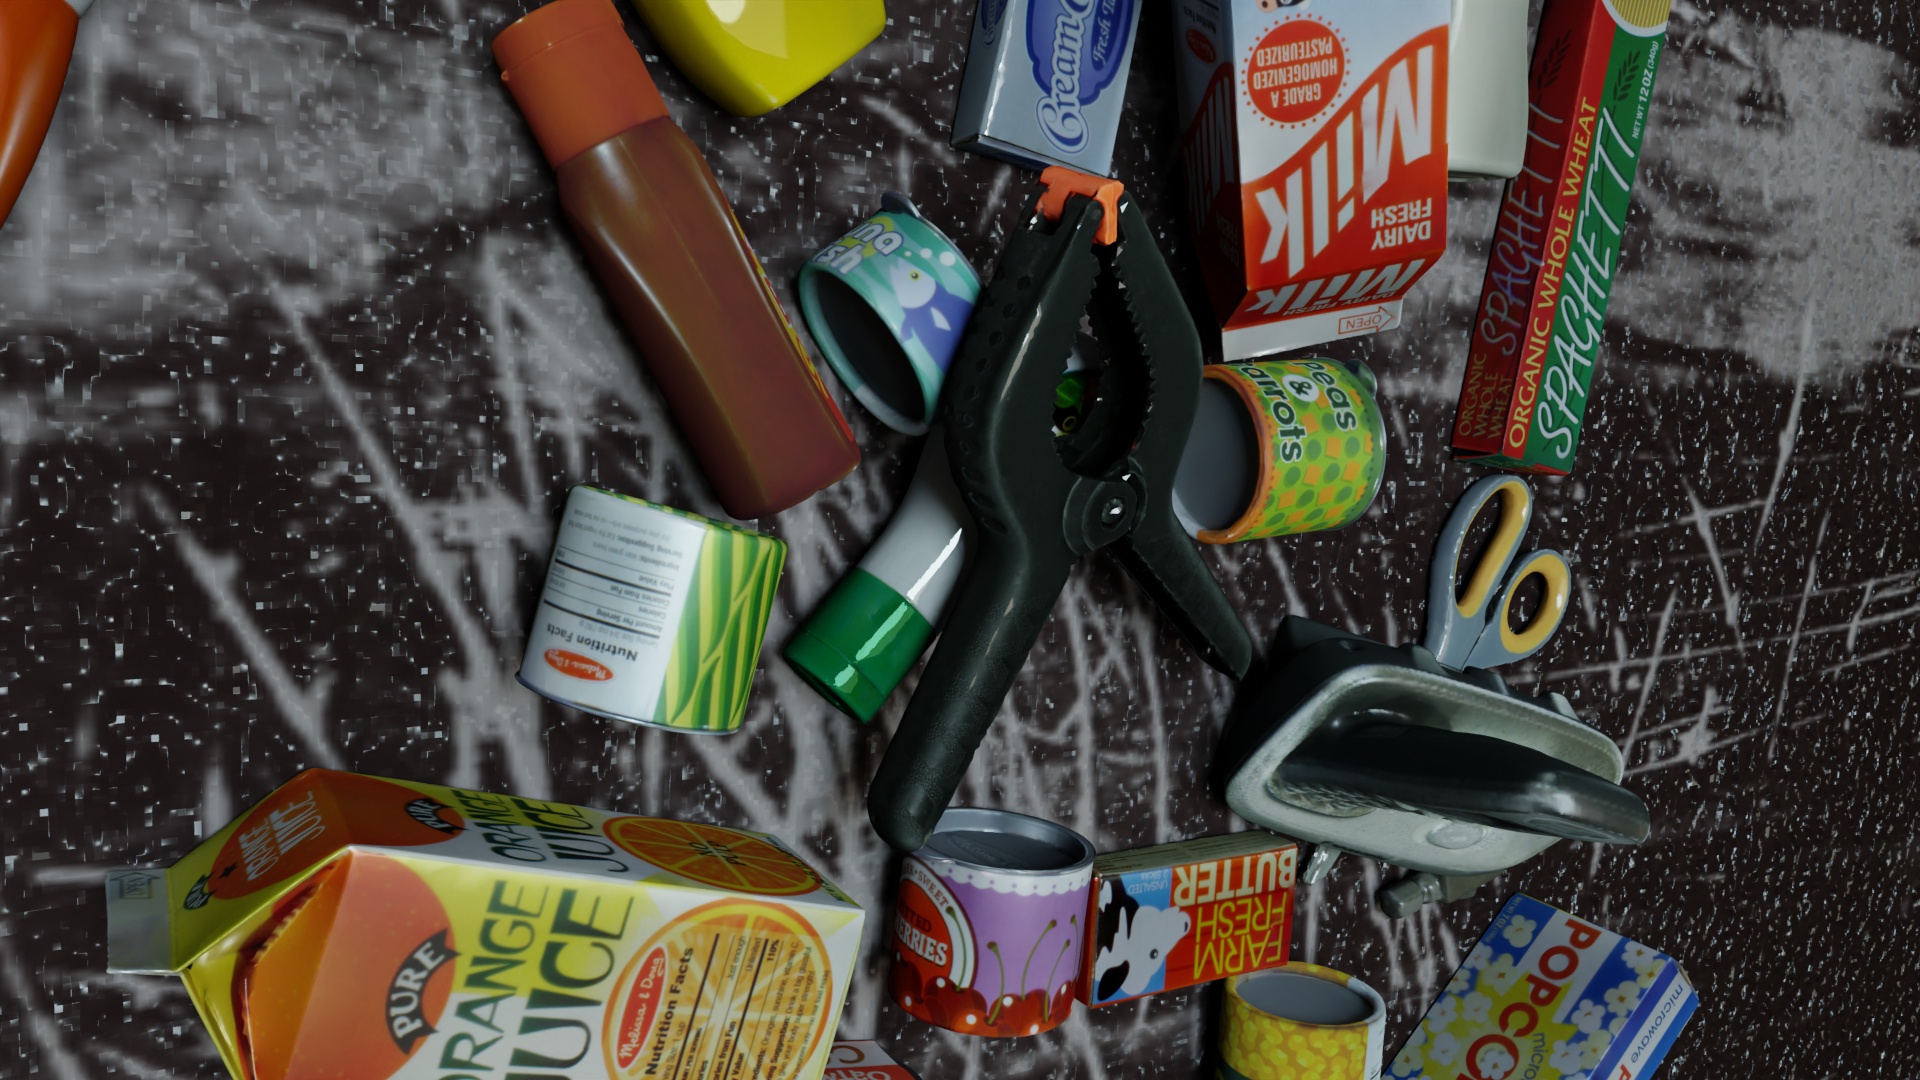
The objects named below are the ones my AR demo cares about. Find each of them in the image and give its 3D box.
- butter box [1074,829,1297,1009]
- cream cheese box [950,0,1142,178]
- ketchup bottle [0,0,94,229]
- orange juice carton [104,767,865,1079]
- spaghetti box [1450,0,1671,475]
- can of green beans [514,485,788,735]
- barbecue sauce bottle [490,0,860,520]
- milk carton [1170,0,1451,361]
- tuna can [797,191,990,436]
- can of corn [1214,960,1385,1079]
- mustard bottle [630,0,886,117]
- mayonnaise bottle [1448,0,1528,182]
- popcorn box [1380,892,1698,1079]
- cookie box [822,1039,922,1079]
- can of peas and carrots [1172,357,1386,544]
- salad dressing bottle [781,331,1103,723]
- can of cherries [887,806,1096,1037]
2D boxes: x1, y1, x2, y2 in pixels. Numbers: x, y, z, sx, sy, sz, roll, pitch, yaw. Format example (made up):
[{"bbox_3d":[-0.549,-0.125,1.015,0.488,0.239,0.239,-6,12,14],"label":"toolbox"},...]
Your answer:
[{"bbox_3d":[0.088,0.148,0.553,0.104,0.024,0.053,-1,97,-30],"label":"butter box"},{"bbox_3d":[0.034,-0.178,0.471,0.053,0.024,0.103,10,92,-31],"label":"cream cheese box"},{"bbox_3d":[-0.239,-0.101,0.312,0.064,0.043,0.149,37,79,-30],"label":"ketchup bottle"},{"bbox_3d":[-0.132,0.116,0.391,0.193,0.072,0.073,17,89,-31],"label":"orange juice carton"},{"bbox_3d":[0.266,-0.153,0.609,0.050,0.028,0.249,10,92,-30],"label":"spaghetti box"},{"bbox_3d":[-0.089,0.020,0.405,0.071,0.071,0.058,16,89,-31],"label":"can of green beans"},{"bbox_3d":[-0.082,-0.079,0.399,0.044,0.065,0.148,-30,103,-14],"label":"barbecue sauce bottle"},{"bbox_3d":[0.117,-0.153,0.470,0.072,0.074,0.189,-11,120,-3],"label":"milk carton"},{"bbox_3d":[-0.019,-0.069,0.431,0.033,0.071,0.071,-38,115,-19],"label":"tuna can"},{"bbox_3d":[0.135,0.212,0.567,0.071,0.071,0.058,0,97,-30],"label":"can of corn"},{"bbox_3d":[-0.084,-0.199,0.384,0.065,0.049,0.159,-42,115,-19],"label":"mustard bottle"},{"bbox_3d":[0.199,-0.220,0.552,0.065,0.041,0.147,-4,98,-31],"label":"mayonnaise bottle"},{"bbox_3d":[0.259,0.231,0.630,0.127,0.085,0.038,-47,116,-16],"label":"popcorn box"},{"bbox_3d":[-0.102,0.229,0.444,0.167,0.040,0.123,11,92,-31],"label":"cookie box"},{"bbox_3d":[0.113,-0.035,0.513,0.059,0.071,0.070,-7,101,-29],"label":"can of peas and carrots"},{"bbox_3d":[0.002,-0.006,0.467,0.148,0.044,0.064,-50,126,-14],"label":"salad dressing bottle"},{"bbox_3d":[0.008,0.130,0.479,0.071,0.071,0.058,4,97,-31],"label":"can of cherries"}]
